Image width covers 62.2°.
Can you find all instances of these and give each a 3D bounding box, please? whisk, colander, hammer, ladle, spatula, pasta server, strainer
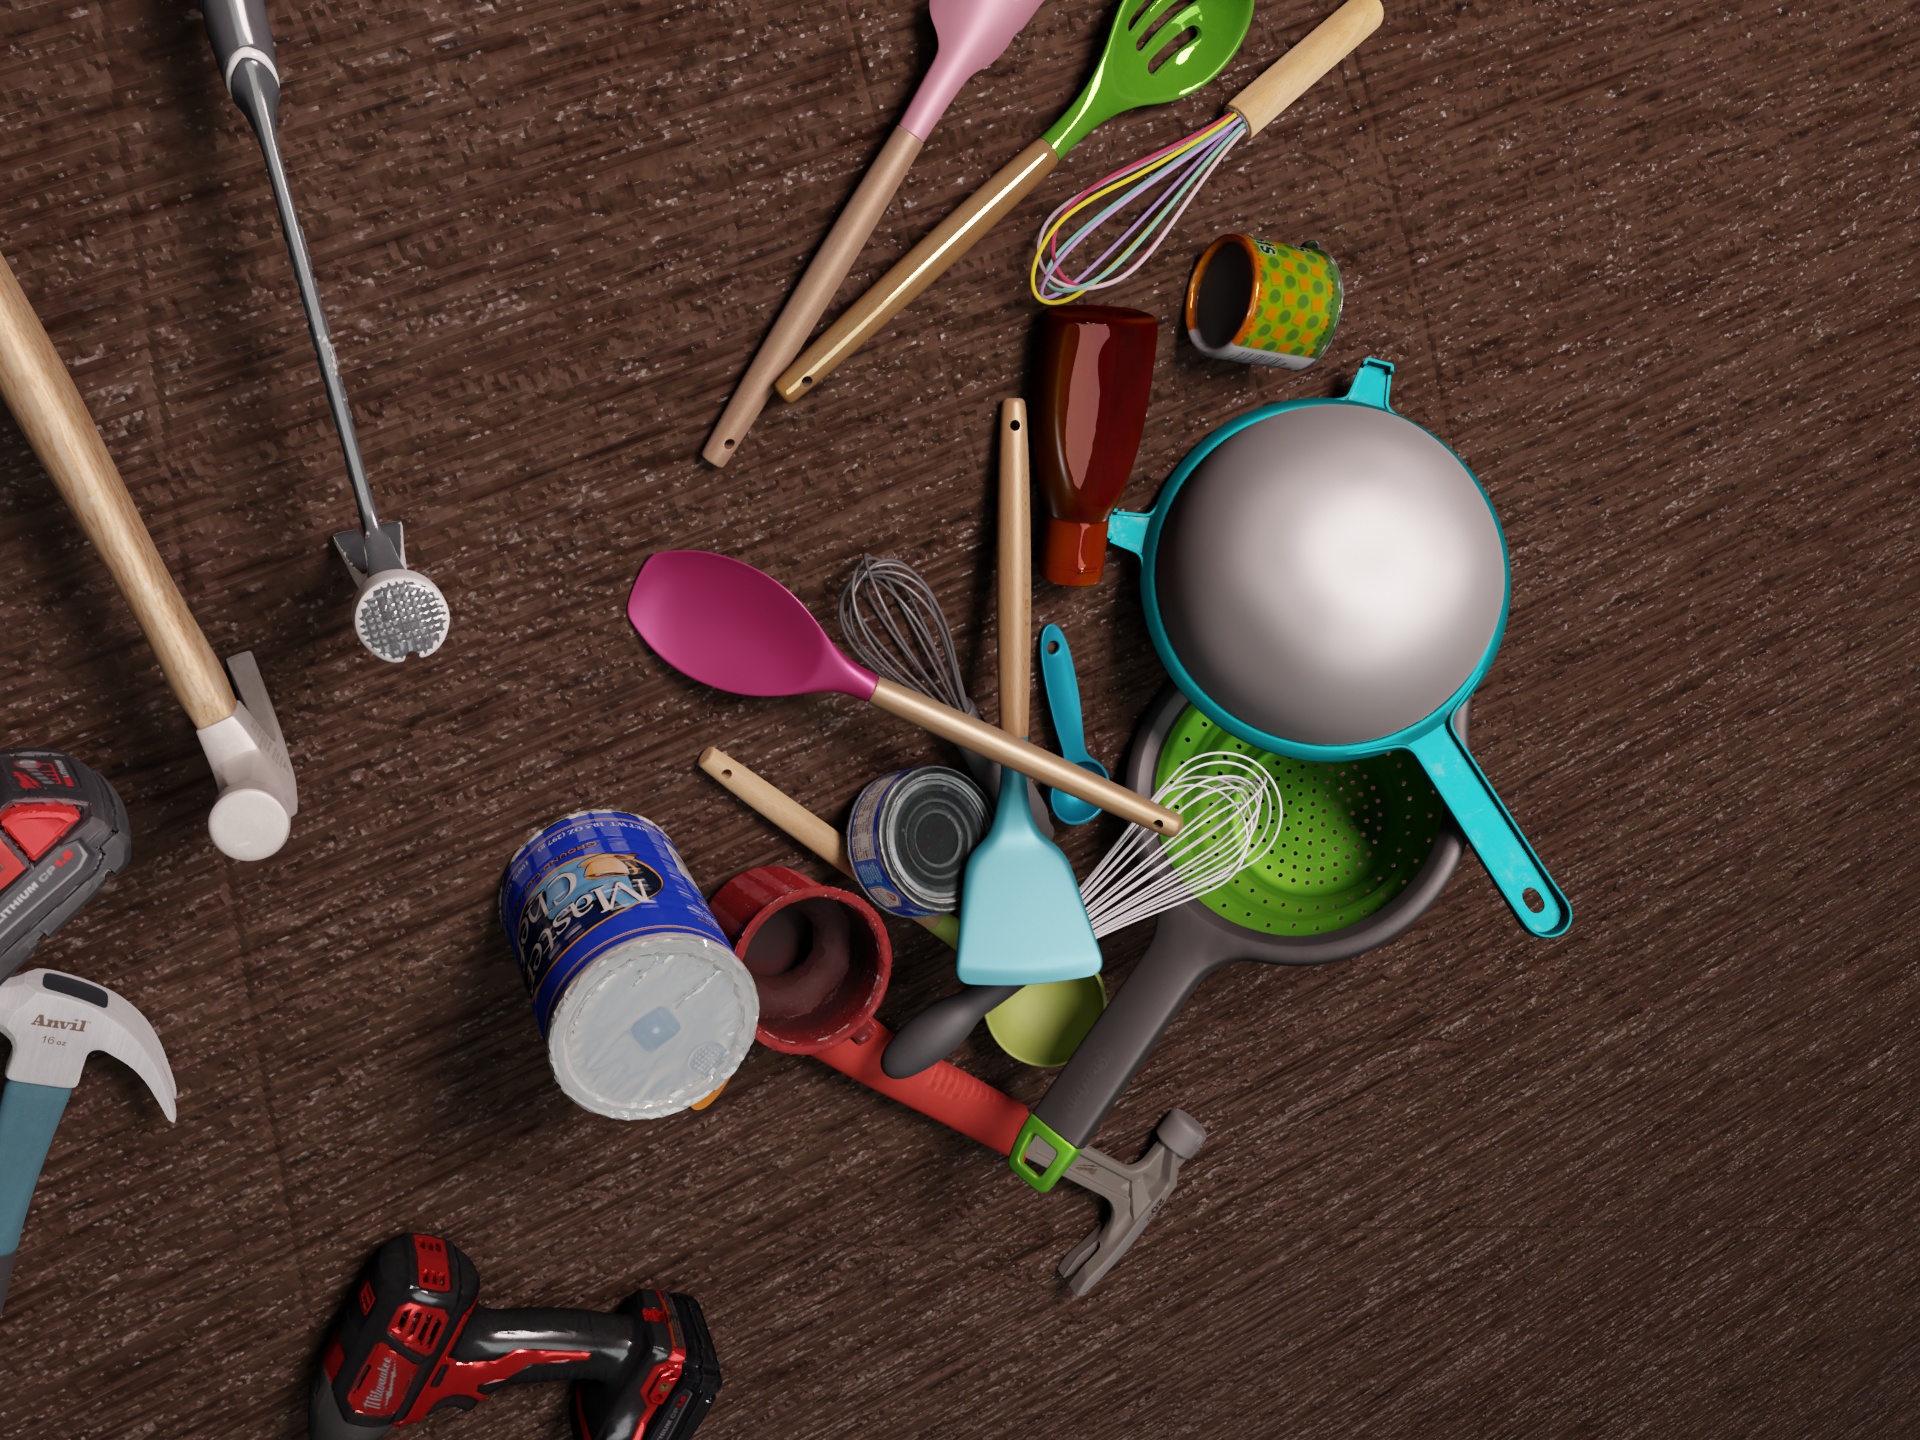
[{"bbox_3d":[0.000,-0.003,0.901,0.055,0.055,0.238,-39,128,-5],"label":"whisk"},{"bbox_3d":[0.129,-0.300,0.827,0.245,0.051,0.047,-42,119,-7],"label":"whisk"},{"bbox_3d":[0.163,0.118,0.974,0.397,0.205,0.094,-55,156,0],"label":"colander"},{"bbox_3d":[0.010,0.264,1.038,0.358,0.037,0.149,35,95,-35],"label":"hammer"},{"bbox_3d":[-0.029,0.110,0.934,0.319,0.062,0.078,39,93,-32],"label":"ladle"},{"bbox_3d":[-0.272,-0.231,0.627,0.036,0.149,0.408,-15,110,-20],"label":"hammer"},{"bbox_3d":[-0.492,0.272,0.795,0.128,0.033,0.331,17,105,-30],"label":"hammer"},{"bbox_3d":[-0.358,-0.103,0.648,0.031,0.130,0.331,-25,111,-14],"label":"hammer"},{"bbox_3d":[0.033,-0.015,0.869,0.082,0.044,0.317,-2,99,-8],"label":"spatula"},{"bbox_3d":[0.064,0.118,0.921,0.284,0.070,0.070,-38,125,6],"label":"whisk"},{"bbox_3d":[-0.041,-0.261,0.771,0.060,0.040,0.316,26,104,-33],"label":"pasta server"},{"bbox_3d":[0.240,-0.032,0.861,0.211,0.095,0.340,-31,83,-3],"label":"strainer"}]

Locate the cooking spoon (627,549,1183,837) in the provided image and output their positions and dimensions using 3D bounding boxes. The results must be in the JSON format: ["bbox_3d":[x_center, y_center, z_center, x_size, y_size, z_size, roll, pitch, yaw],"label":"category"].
[{"bbox_3d":[-0.023,-0.006,0.841,0.318,0.017,0.068,25,108,-10],"label":"cooking spoon"}]

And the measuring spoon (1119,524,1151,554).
[{"bbox_3d":[0.145,-0.095,0.951,0.124,0.018,0.034,17,107,-24],"label":"measuring spoon"}]

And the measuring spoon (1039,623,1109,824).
[{"bbox_3d":[0.060,0.001,0.954,0.042,0.021,0.128,-20,111,-23],"label":"measuring spoon"}]

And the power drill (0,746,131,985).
[{"bbox_3d":[-0.446,-0.002,0.636,0.188,0.080,0.226,-47,134,-11],"label":"power drill"}]

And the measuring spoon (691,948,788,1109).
[{"bbox_3d":[-0.134,0.183,0.946,0.021,0.011,0.117,20,107,-29],"label":"measuring spoon"}]

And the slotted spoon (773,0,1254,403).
[{"bbox_3d":[0.024,-0.268,0.789,0.314,0.031,0.070,-44,133,-4],"label":"slotted spoon"}]

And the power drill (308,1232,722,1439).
[{"bbox_3d":[-0.266,0.390,0.939,0.219,0.079,0.143,25,100,-30],"label":"power drill"}]
